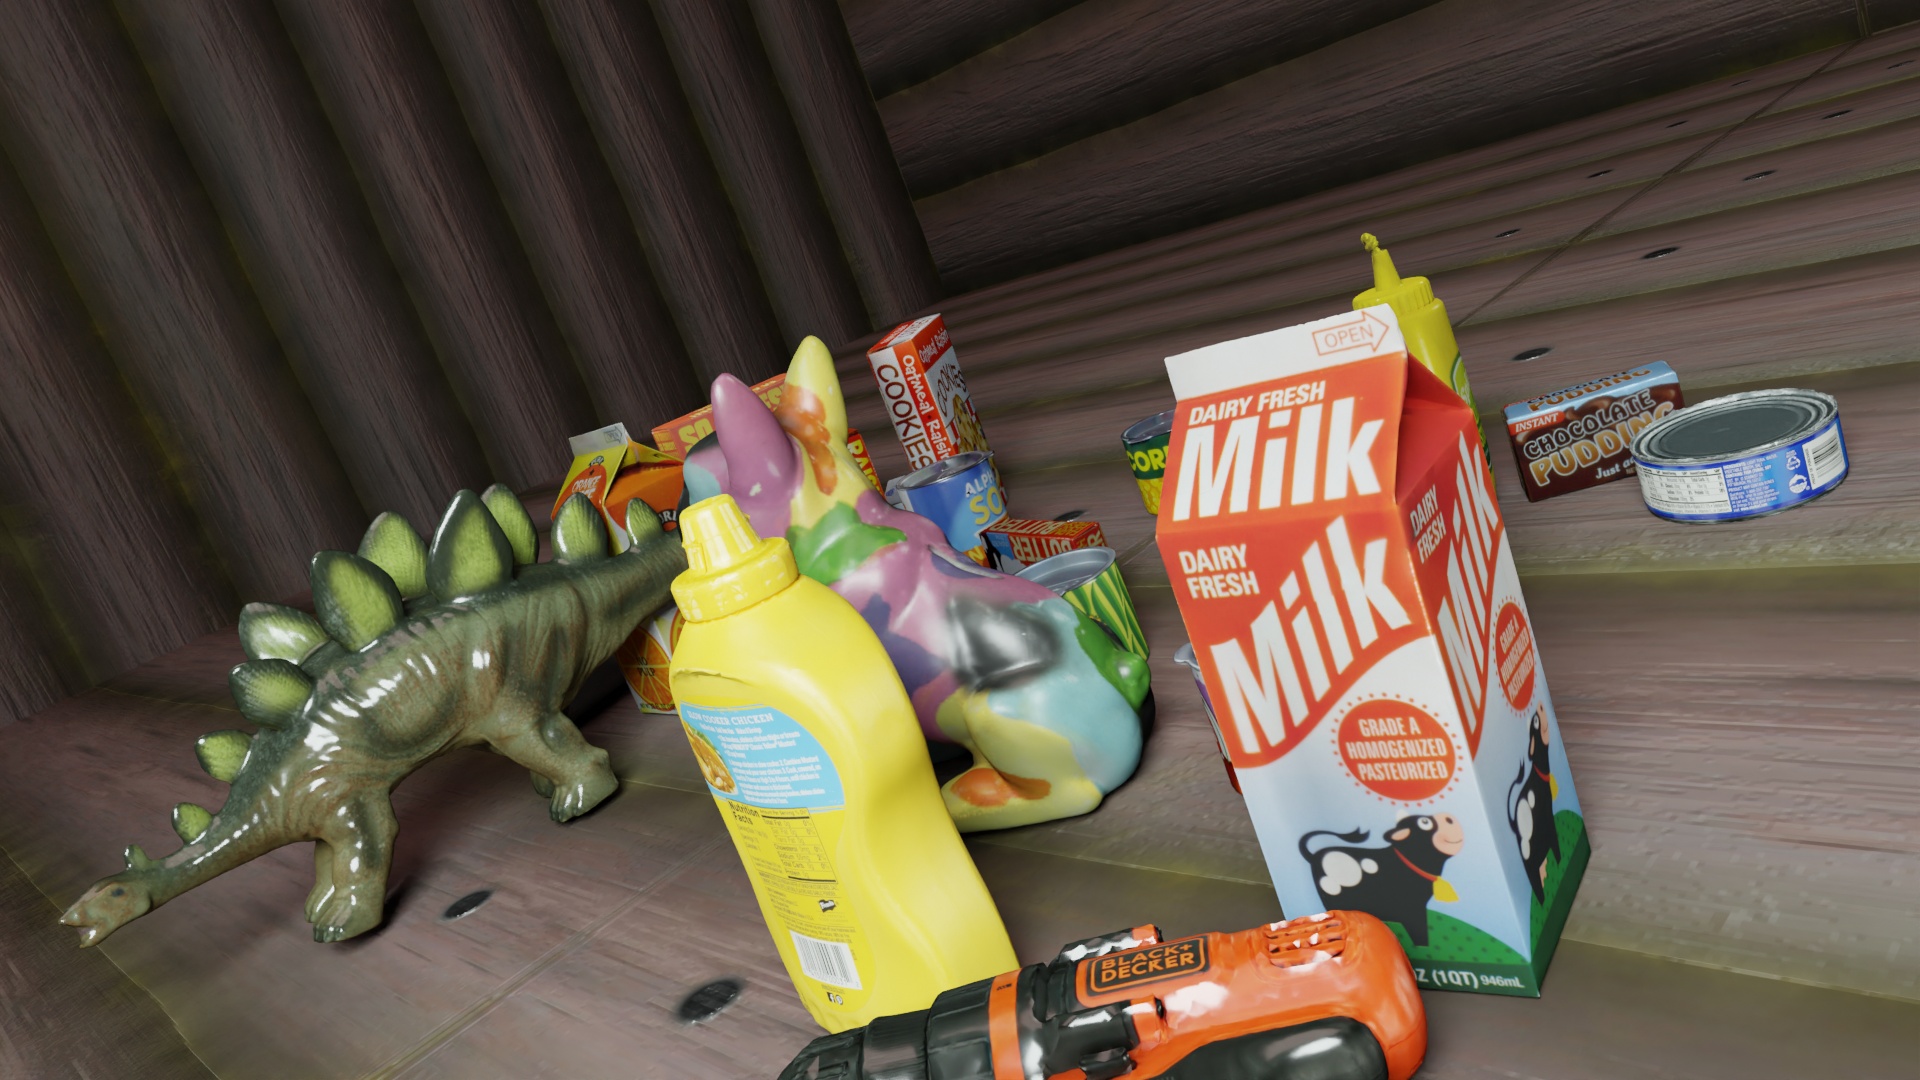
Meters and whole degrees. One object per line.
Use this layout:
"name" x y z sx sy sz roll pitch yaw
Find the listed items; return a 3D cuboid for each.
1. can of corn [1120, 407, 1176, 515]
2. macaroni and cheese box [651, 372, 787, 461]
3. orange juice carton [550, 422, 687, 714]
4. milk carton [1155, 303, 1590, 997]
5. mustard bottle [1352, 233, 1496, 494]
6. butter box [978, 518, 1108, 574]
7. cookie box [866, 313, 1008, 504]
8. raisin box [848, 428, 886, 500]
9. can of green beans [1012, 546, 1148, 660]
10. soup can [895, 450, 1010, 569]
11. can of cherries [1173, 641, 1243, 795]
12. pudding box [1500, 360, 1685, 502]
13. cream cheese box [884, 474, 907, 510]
"can of corn" 0.149 -0.055 0.958 0.071 0.058 0.071 -20 13 5
"macaroni and cheese box" -0.150 -0.034 1.085 0.124 0.166 0.040 -29 15 -31
"orange juice carton" -0.204 0.016 0.920 0.071 0.192 0.073 -6 20 47
"milk carton" 0.117 0.029 0.401 0.072 0.190 0.074 -10 17 39
"mustard bottle" 0.238 -0.085 0.726 0.048 0.160 0.065 -13 15 30
"butter box" 0.054 0.015 0.837 0.024 0.053 0.103 -28 15 -27
"cookie box" -0.016 -0.086 1.089 0.040 0.167 0.123 -18 14 14
"raisin box" -0.078 -0.021 1.021 0.040 0.123 0.086 -24 14 -14
"can of green beans" 0.057 0.043 0.717 0.071 0.057 0.071 -20 13 5
"soup can" 0.003 -0.012 0.952 0.071 0.083 0.071 -20 13 5
"can of cherries" 0.126 0.061 0.543 0.071 0.058 0.072 -20 13 5
"pudding box" 0.329 -0.057 0.718 0.083 0.049 0.030 -16 14 19
"cream cheese box" -0.040 -0.016 1.097 0.024 0.053 0.104 -20 14 5
